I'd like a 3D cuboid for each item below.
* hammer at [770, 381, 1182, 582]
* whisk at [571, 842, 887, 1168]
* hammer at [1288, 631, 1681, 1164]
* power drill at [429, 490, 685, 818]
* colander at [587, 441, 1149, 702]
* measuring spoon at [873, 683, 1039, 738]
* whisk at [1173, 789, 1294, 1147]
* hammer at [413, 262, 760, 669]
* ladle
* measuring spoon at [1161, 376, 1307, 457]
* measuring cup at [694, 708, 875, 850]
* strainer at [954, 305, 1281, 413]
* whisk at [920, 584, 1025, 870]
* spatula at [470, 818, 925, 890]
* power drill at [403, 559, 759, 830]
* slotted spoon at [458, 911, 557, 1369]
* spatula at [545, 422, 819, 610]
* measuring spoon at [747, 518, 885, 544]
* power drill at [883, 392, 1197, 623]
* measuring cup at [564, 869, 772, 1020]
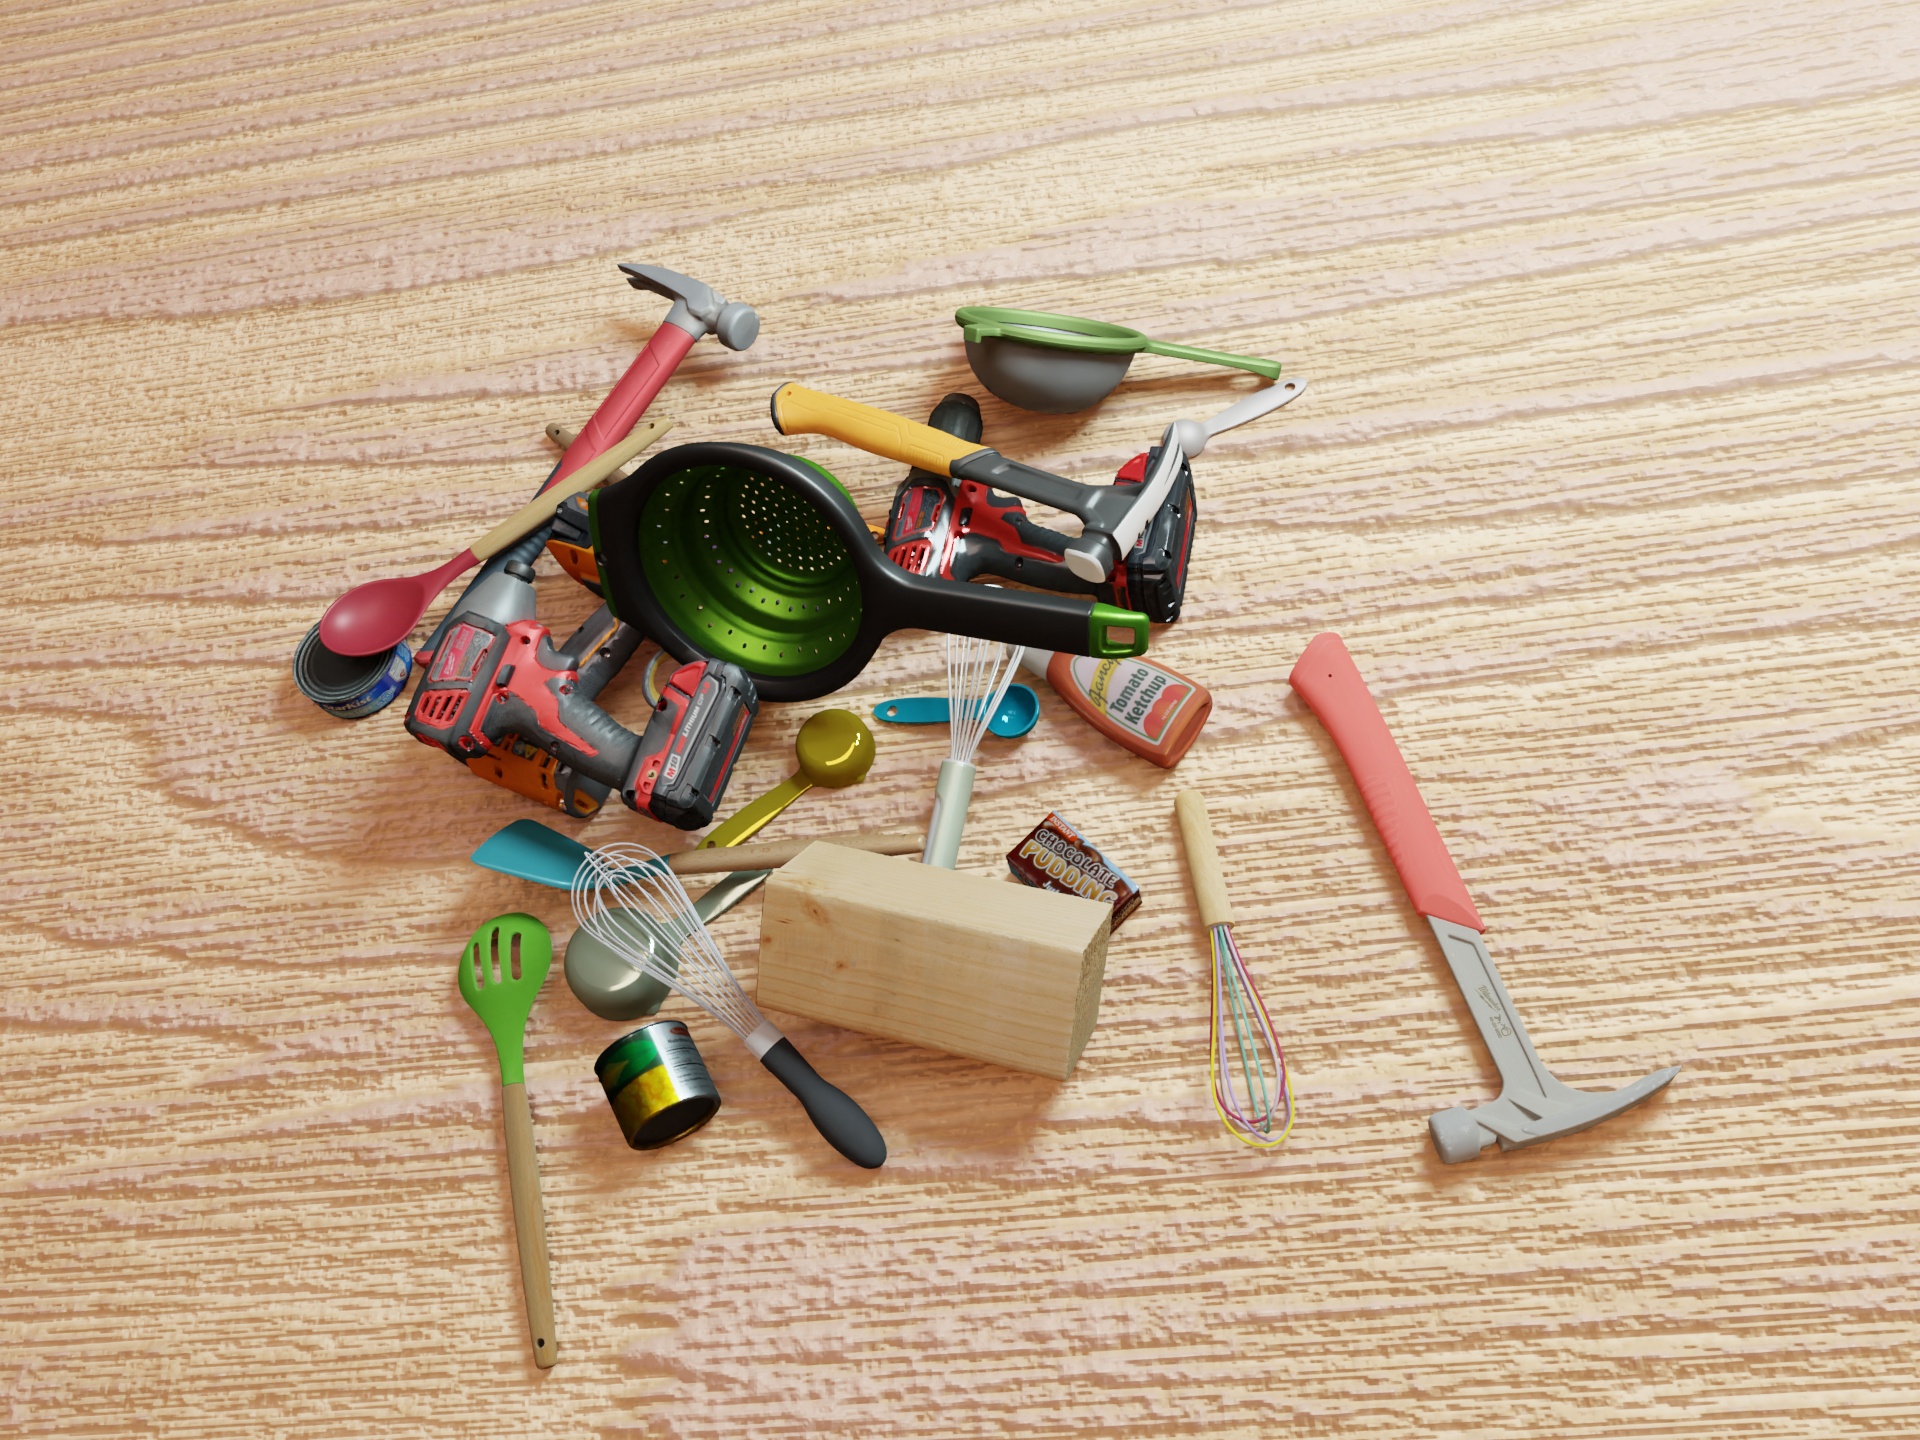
[{"bbox_3d":[-0.004,-0.201,1.168,0.337,0.034,0.127,23,66,31],"label":"hammer"},{"bbox_3d":[-0.150,0.187,1.042,0.070,0.070,0.285,-44,79,-12],"label":"whisk"},{"bbox_3d":[0.310,0.094,1.027,0.149,0.036,0.359,-19,62,1],"label":"hammer"},{"bbox_3d":[-0.301,-0.054,1.200,0.164,0.084,0.226,19,74,20],"label":"power drill"},{"bbox_3d":[-0.057,-0.107,1.094,0.397,0.204,0.094,10,38,16],"label":"colander"},{"bbox_3d":[-0.002,-0.004,1.155,0.128,0.021,0.042,0,64,22],"label":"measuring spoon"},{"bbox_3d":[0.168,0.153,1.023,0.047,0.051,0.245,-15,58,10],"label":"whisk"},{"bbox_3d":[-0.324,-0.203,1.286,0.143,0.038,0.386,28,77,25],"label":"hammer"},{"bbox_3d":[-0.356,-0.145,1.233,0.315,0.031,0.069,-35,63,-2],"label":"ladle"},{"bbox_3d":[0.212,-0.240,1.226,0.124,0.018,0.034,-26,61,-3],"label":"measuring spoon"},{"bbox_3d":[-0.130,0.048,1.142,0.156,0.029,0.062,-37,62,-10],"label":"measuring cup"},{"bbox_3d":[0.118,-0.268,1.236,0.256,0.069,0.152,9,20,-3],"label":"strainer"},{"bbox_3d":[0.000,0.023,1.102,0.059,0.058,0.246,15,79,-13],"label":"whisk"},{"bbox_3d":[-0.179,0.089,1.106,0.317,0.082,0.044,-6,106,14],"label":"spatula"},{"bbox_3d":[-0.260,-0.019,1.102,0.219,0.078,0.143,20,77,6],"label":"power drill"},{"bbox_3d":[-0.295,0.270,1.066,0.070,0.031,0.314,-17,63,3],"label":"slotted spoon"},{"bbox_3d":[-0.233,-0.157,1.275,0.316,0.018,0.060,38,84,25],"label":"spatula"},{"bbox_3d":[-0.110,-0.146,1.251,0.117,0.011,0.021,4,63,10],"label":"measuring spoon"},{"bbox_3d":[0.058,-0.161,1.188,0.227,0.080,0.188,5,64,17],"label":"power drill"},{"bbox_3d":[-0.201,0.139,1.105,0.167,0.038,0.083,-37,62,-7],"label":"measuring cup"}]
